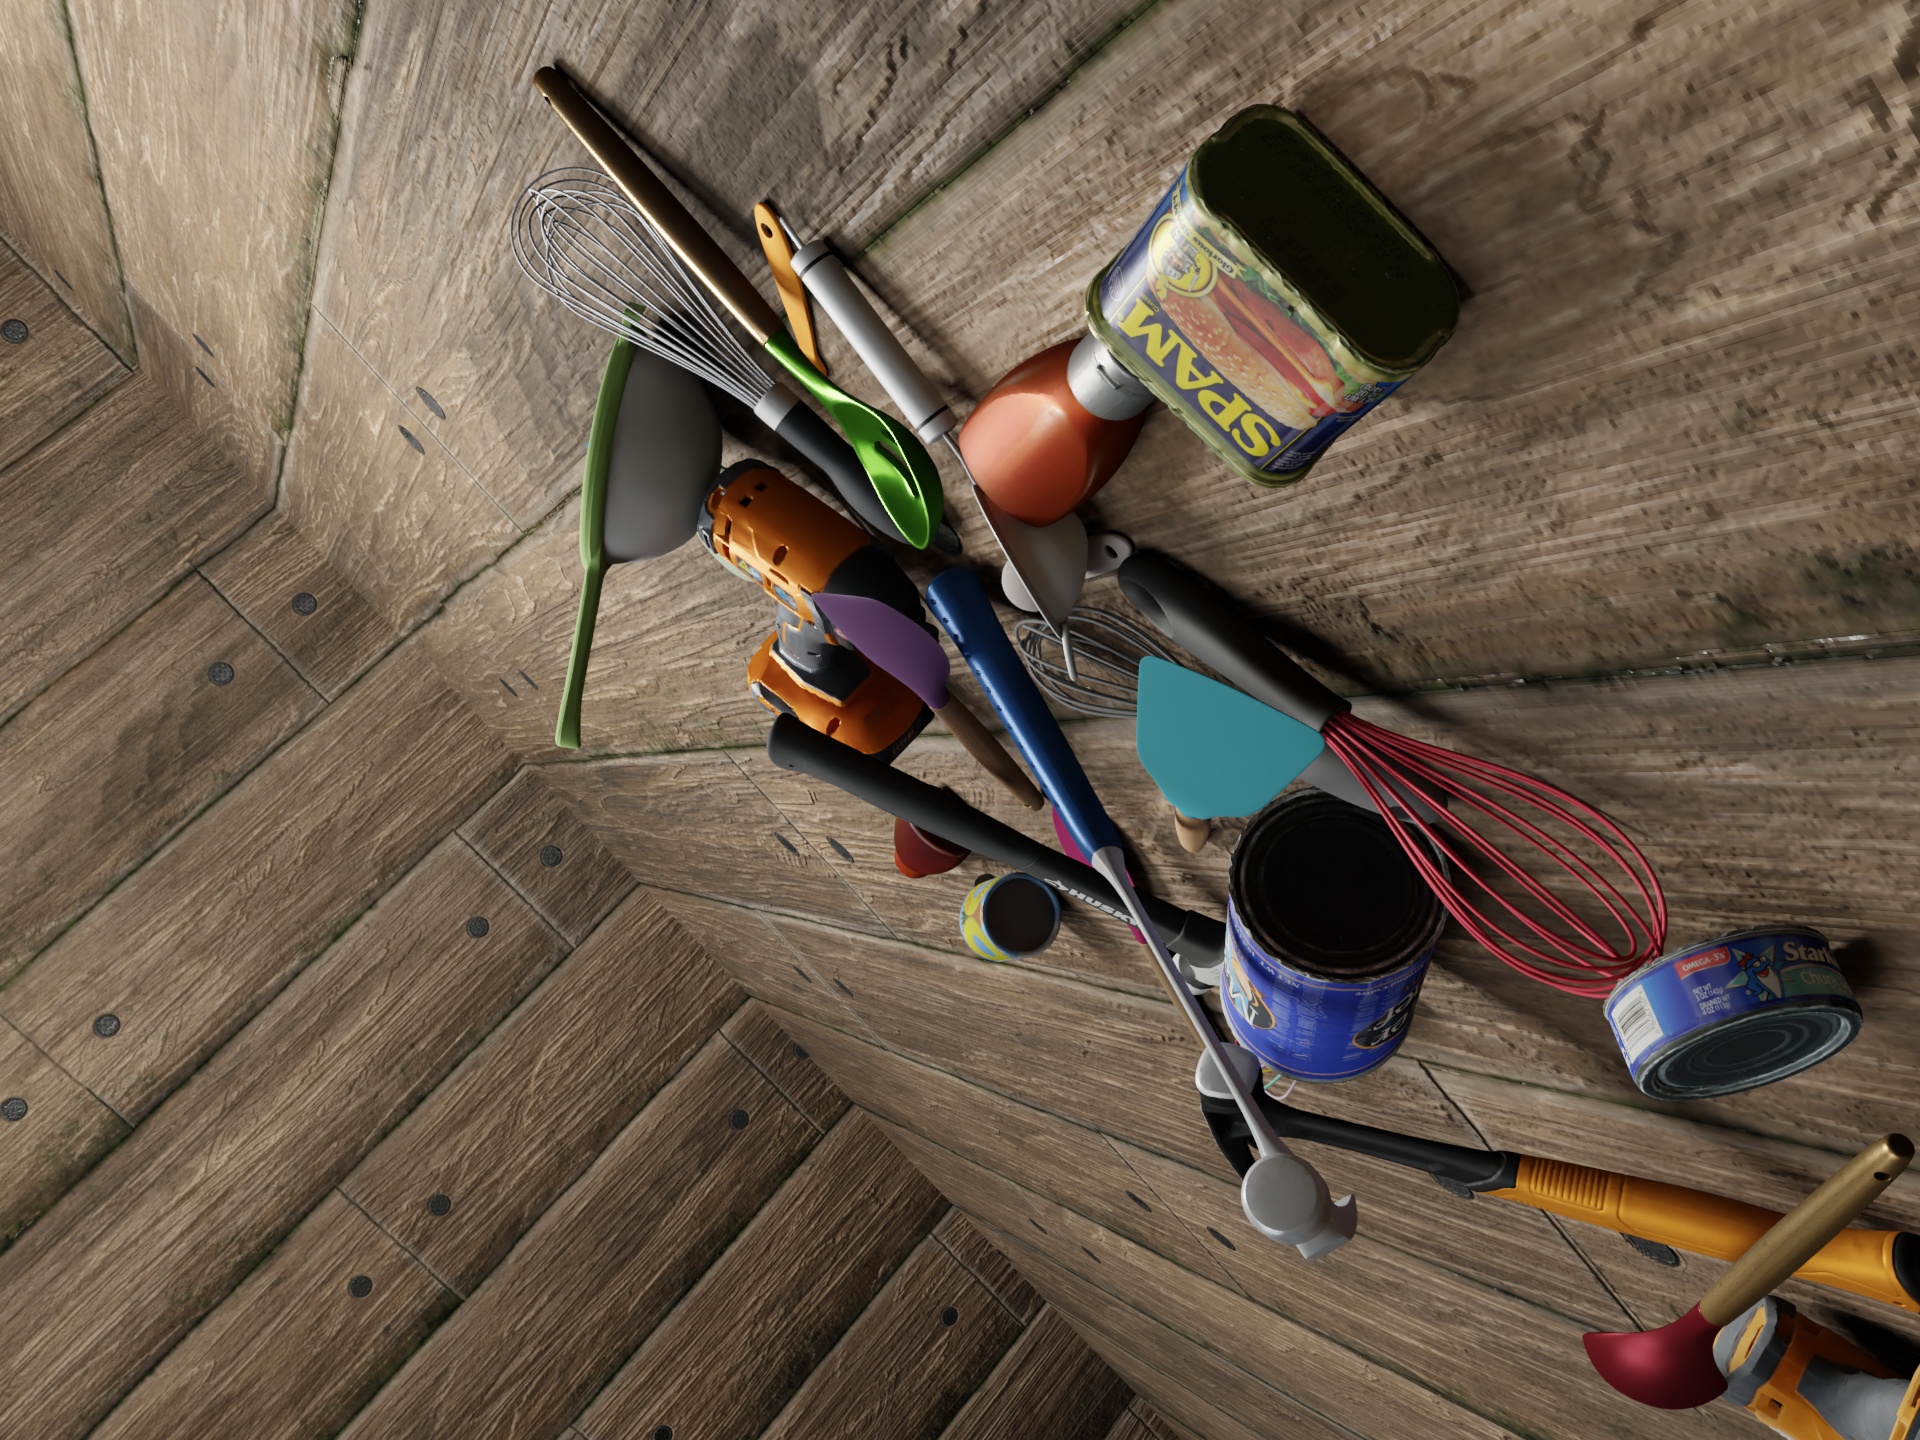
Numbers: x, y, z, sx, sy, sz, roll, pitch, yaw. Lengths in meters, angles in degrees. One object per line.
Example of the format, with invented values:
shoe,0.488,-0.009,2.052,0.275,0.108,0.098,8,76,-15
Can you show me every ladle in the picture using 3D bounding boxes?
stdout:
ladle,0.352,0.257,0.717,0.069,0.031,0.315,18,144,14

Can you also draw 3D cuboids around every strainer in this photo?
strainer,-0.004,-0.135,0.755,0.258,0.050,0.087,52,-170,-5
strainer,-0.187,-0.105,0.947,0.069,0.256,0.151,9,169,-6

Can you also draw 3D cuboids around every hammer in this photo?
hammer,0.079,0.080,0.795,0.406,0.035,0.143,62,-173,33
hammer,0.032,0.078,0.999,0.335,0.035,0.146,26,158,0
hammer,0.287,0.232,0.784,0.337,0.034,0.127,8,148,26

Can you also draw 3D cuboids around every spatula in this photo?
spatula,0.122,0.036,0.794,0.082,0.044,0.317,25,174,11
spatula,-0.002,-0.003,0.947,0.060,0.018,0.315,8,161,24

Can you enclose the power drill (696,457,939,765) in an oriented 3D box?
power drill,-0.075,-0.050,1.002,0.164,0.084,0.226,36,160,19

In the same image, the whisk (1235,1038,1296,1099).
whisk,0.223,0.203,1.018,0.047,0.051,0.245,22,155,-1

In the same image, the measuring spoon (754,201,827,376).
measuring spoon,-0.088,-0.213,0.805,0.021,0.011,0.116,33,158,27

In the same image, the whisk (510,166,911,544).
whisk,-0.123,-0.193,0.862,0.284,0.070,0.070,40,161,-6

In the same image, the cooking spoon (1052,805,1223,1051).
cooking spoon,0.142,0.169,1.129,0.069,0.017,0.318,21,150,50

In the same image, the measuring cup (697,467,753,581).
measuring cup,-0.179,-0.157,1.056,0.167,0.038,0.083,43,161,-5

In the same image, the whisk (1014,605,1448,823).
whisk,0.124,-0.002,0.773,0.239,0.055,0.055,26,154,31

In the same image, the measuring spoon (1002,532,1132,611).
measuring spoon,0.051,-0.074,0.806,0.034,0.018,0.124,48,159,-11

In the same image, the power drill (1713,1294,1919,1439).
power drill,0.474,0.346,0.732,0.185,0.084,0.226,33,168,9

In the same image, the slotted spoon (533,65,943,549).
slotted spoon,-0.109,-0.213,0.801,0.314,0.031,0.070,48,163,3

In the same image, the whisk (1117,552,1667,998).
whisk,0.177,0.012,0.688,0.296,0.073,0.073,41,162,27

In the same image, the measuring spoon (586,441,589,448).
measuring spoon,-0.248,-0.197,1.157,0.042,0.021,0.129,53,168,-26
